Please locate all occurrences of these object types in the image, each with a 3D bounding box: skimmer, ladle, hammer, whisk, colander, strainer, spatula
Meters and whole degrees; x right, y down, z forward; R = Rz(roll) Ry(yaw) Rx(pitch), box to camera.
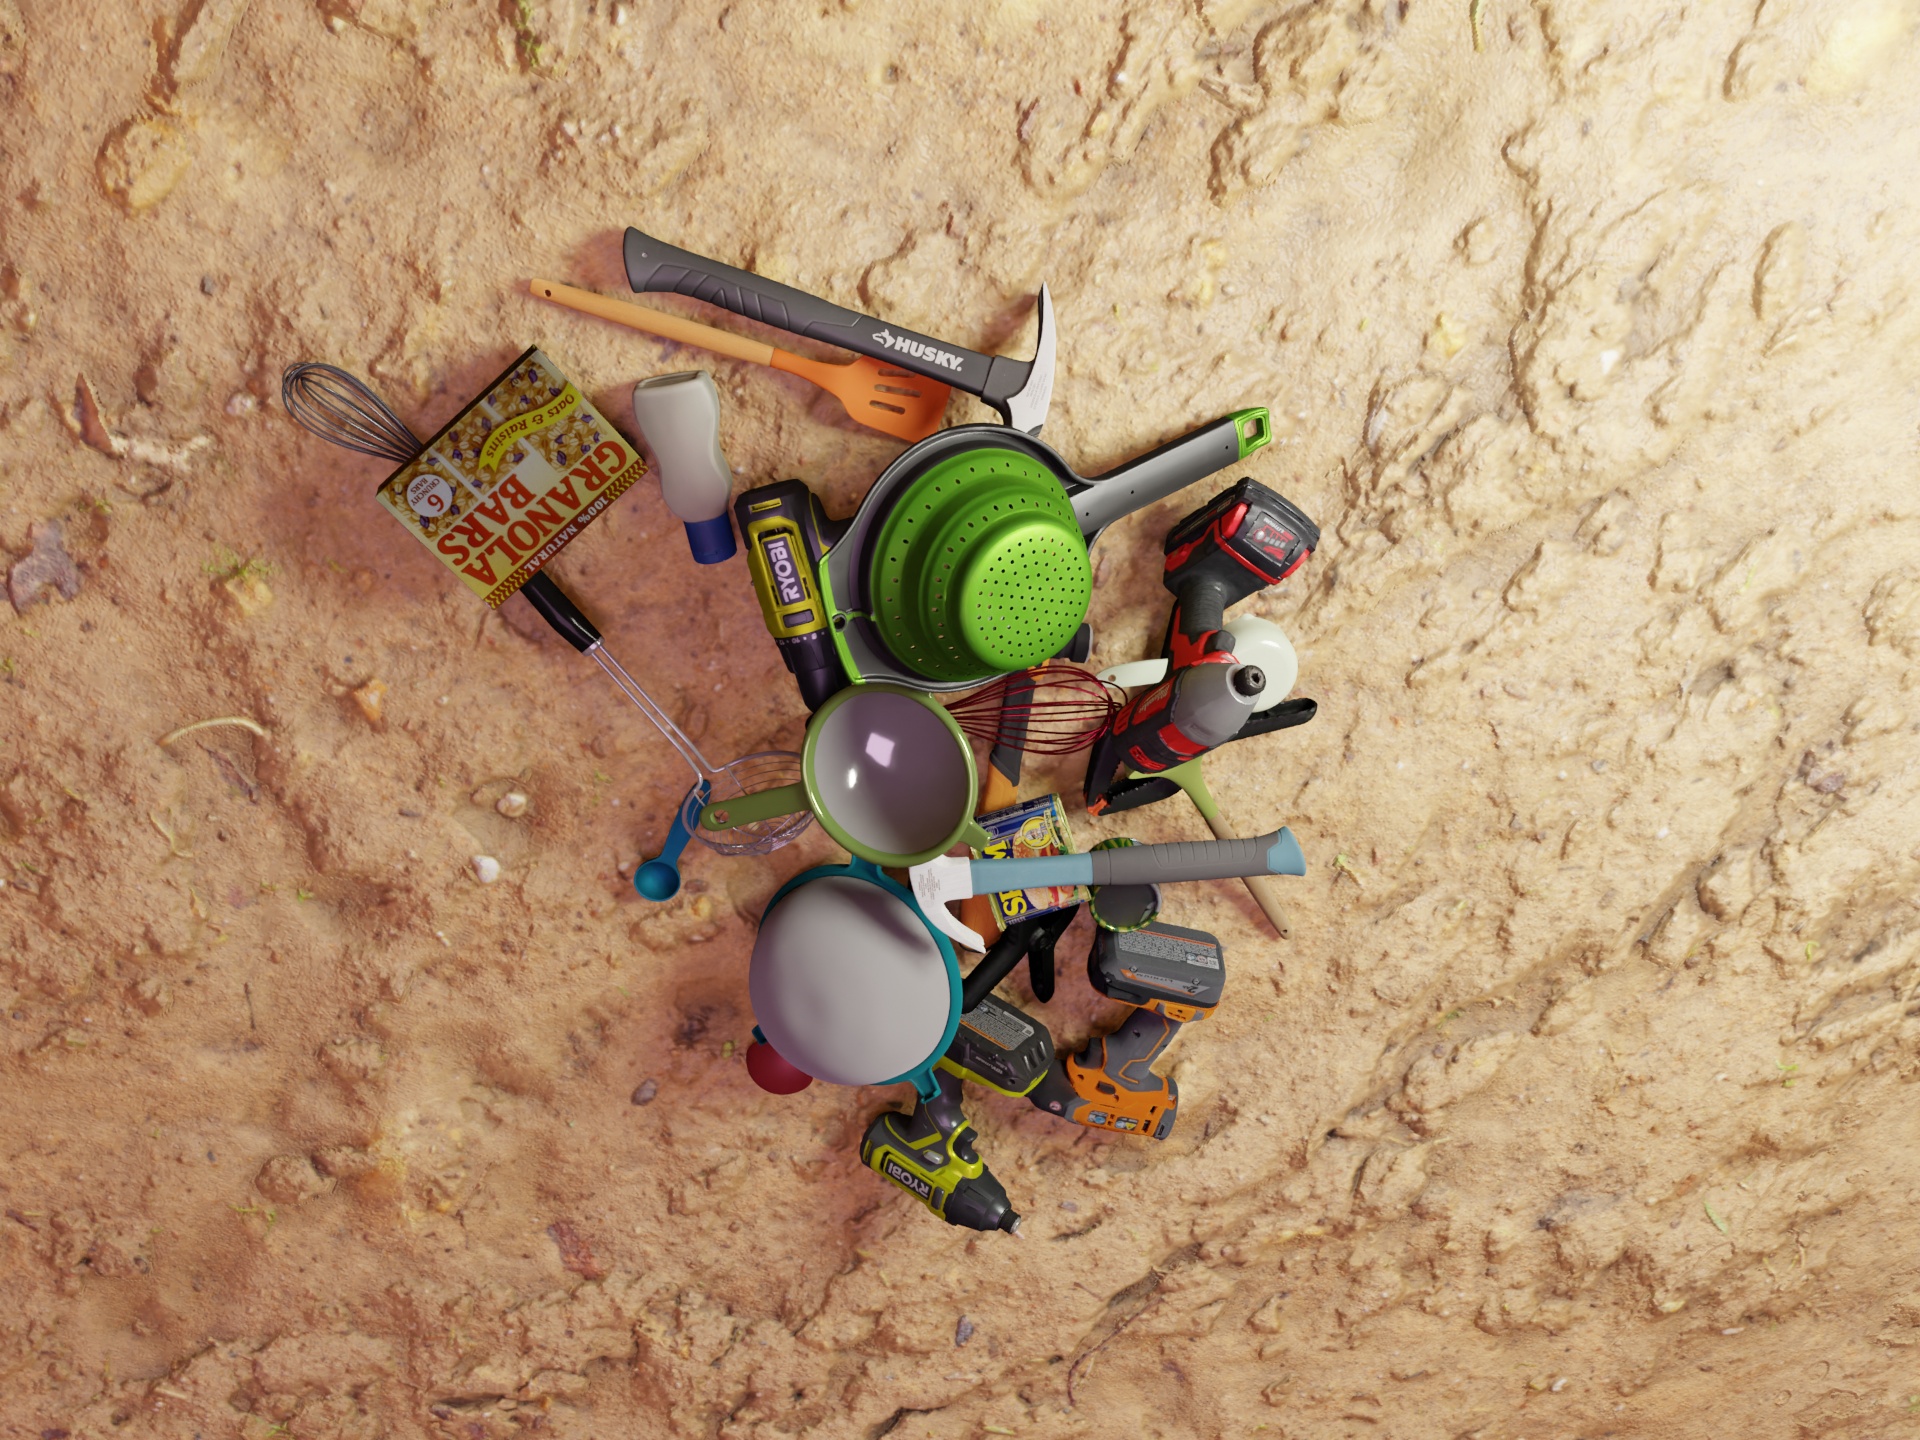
[{"bbox_3d":[-0.260,-0.025,1.343,0.127,0.090,0.363,-38,103,16],"label":"skimmer"},{"bbox_3d":[0.230,0.105,1.379,0.078,0.062,0.319,-26,128,14],"label":"ladle"},{"bbox_3d":[-0.089,-0.296,1.173,0.334,0.035,0.146,19,86,-2],"label":"hammer"},{"bbox_3d":[-0.415,-0.200,1.236,0.238,0.055,0.055,33,113,-21],"label":"whisk"},{"bbox_3d":[-0.002,-0.004,1.297,0.296,0.073,0.073,-4,122,28],"label":"whisk"},{"bbox_3d":[0.093,-0.136,1.154,0.397,0.095,0.204,-27,124,-20],"label":"colander"},{"bbox_3d":[-0.104,0.180,1.383,0.211,0.095,0.340,15,110,22],"label":"strainer"},{"bbox_3d":[0.027,0.062,1.391,0.127,0.034,0.336,6,119,-5],"label":"hammer"},{"bbox_3d":[-0.108,0.259,1.475,0.069,0.031,0.315,37,120,-8],"label":"ladle"},{"bbox_3d":[0.122,0.121,1.323,0.331,0.033,0.128,-4,104,-2],"label":"hammer"},{"bbox_3d":[-0.093,0.048,1.285,0.256,0.069,0.151,-14,98,26],"label":"strainer"},{"bbox_3d":[-0.165,-0.285,1.207,0.322,0.041,0.081,16,118,-5],"label":"spatula"}]

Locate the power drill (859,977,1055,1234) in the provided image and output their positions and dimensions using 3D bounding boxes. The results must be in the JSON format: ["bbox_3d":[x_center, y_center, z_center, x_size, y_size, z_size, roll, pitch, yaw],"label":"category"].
[{"bbox_3d":[0.004,0.373,1.506,0.171,0.080,0.223,27,119,23],"label":"power drill"}]

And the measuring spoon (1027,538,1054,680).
[{"bbox_3d":[0.067,-0.090,1.294,0.021,0.011,0.117,5,92,-4],"label":"measuring spoon"}]

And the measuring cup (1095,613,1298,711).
[{"bbox_3d":[0.195,-0.038,1.299,0.167,0.038,0.083,-7,115,-6],"label":"measuring cup"}]

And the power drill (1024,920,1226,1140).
[{"bbox_3d":[0.145,0.294,1.496,0.164,0.084,0.226,12,121,-6],"label":"power drill"}]

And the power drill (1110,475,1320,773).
[{"bbox_3d":[0.195,-0.070,1.204,0.078,0.220,0.143,32,147,-17],"label":"power drill"}]

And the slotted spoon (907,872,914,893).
[{"bbox_3d":[-0.039,0.137,1.418,0.070,0.031,0.313,10,123,-1],"label":"slotted spoon"}]

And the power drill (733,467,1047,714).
[{"bbox_3d":[-0.049,-0.112,1.256,0.228,0.080,0.190,-14,105,7],"label":"power drill"}]

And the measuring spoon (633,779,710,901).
[{"bbox_3d":[-0.253,0.104,1.424,0.042,0.021,0.128,25,106,-13],"label":"measuring spoon"}]
